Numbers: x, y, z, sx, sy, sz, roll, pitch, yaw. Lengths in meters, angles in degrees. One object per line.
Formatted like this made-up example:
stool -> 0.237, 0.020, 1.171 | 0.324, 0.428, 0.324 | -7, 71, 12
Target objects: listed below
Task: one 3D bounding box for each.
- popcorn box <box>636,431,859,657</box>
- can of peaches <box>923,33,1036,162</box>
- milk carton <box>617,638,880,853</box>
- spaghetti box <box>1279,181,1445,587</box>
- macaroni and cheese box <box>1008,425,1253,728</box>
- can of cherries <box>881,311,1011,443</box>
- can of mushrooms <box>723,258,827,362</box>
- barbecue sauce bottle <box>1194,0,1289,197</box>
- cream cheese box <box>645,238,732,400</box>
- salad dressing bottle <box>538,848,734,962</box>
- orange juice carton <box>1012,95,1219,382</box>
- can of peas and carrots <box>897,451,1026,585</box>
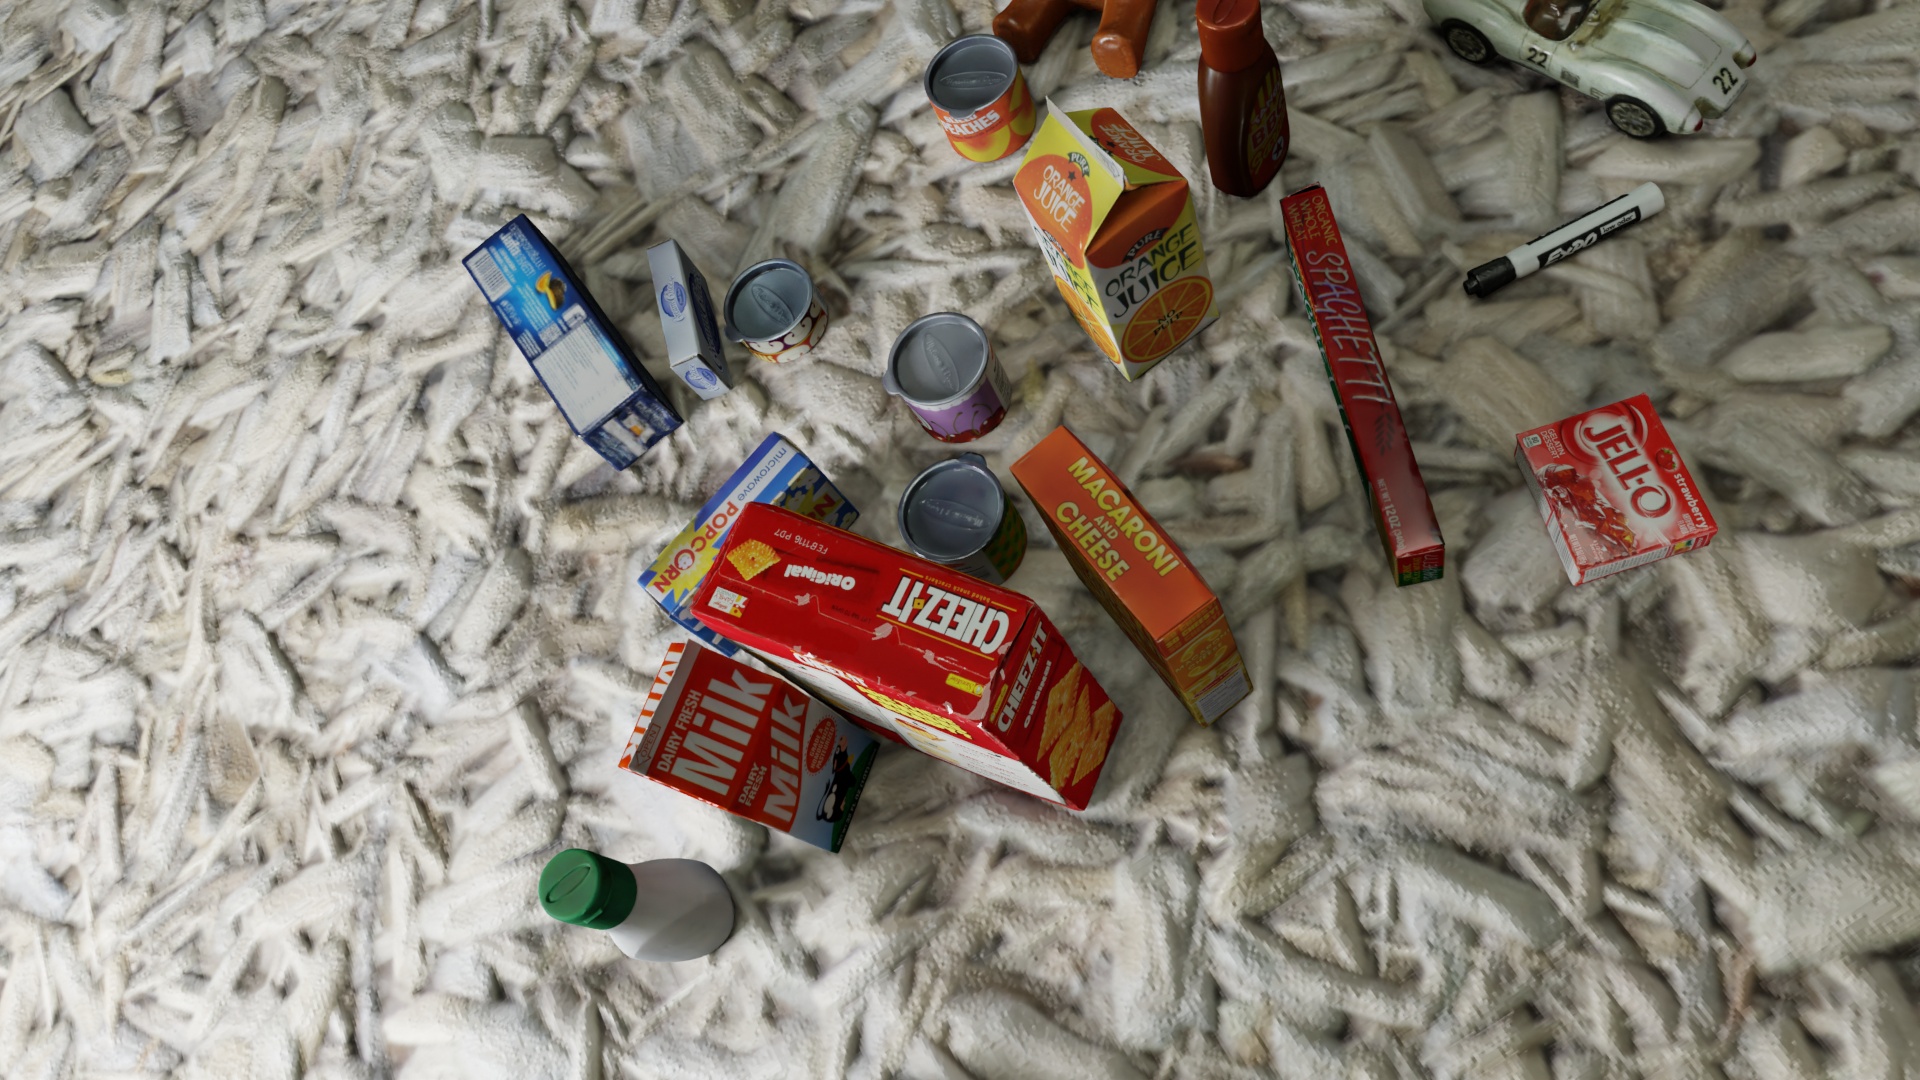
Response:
popcorn box -> -0.129, 0.004, 0.863 | 0.038, 0.085, 0.127 | 38, 83, 27
can of peaches -> 0.014, -0.304, 0.963 | 0.071, 0.058, 0.071 | -6, 67, 15
milk carton -> -0.118, 0.112, 0.755 | 0.073, 0.190, 0.072 | 15, 74, 23
spaghetti box -> 0.232, -0.095, 0.811 | 0.028, 0.050, 0.251 | -15, 64, 11
macaroni and cheese box -> 0.095, 0.023, 0.739 | 0.040, 0.166, 0.124 | -38, 63, 0
can of cherries -> -0.009, -0.102, 0.885 | 0.071, 0.058, 0.072 | -6, 67, 15
can of mushrooms -> -0.129, -0.157, 0.959 | 0.071, 0.033, 0.071 | -6, 67, 15
barbecue sauce bottle -> 0.171, -0.277, 0.851 | 0.044, 0.148, 0.065 | 25, 78, 25
cream cheese box -> -0.189, -0.153, 0.966 | 0.024, 0.053, 0.104 | -21, 64, 8
salad dressing bottle -> -0.175, 0.198, 0.761 | 0.064, 0.147, 0.044 | -39, 63, 0
orange juice carton -> 0.091, -0.179, 0.811 | 0.073, 0.192, 0.072 | -37, 63, 1
can of peas and carrots -> 0.003, -0.011, 0.843 | 0.071, 0.058, 0.071 | -6, 67, 15
